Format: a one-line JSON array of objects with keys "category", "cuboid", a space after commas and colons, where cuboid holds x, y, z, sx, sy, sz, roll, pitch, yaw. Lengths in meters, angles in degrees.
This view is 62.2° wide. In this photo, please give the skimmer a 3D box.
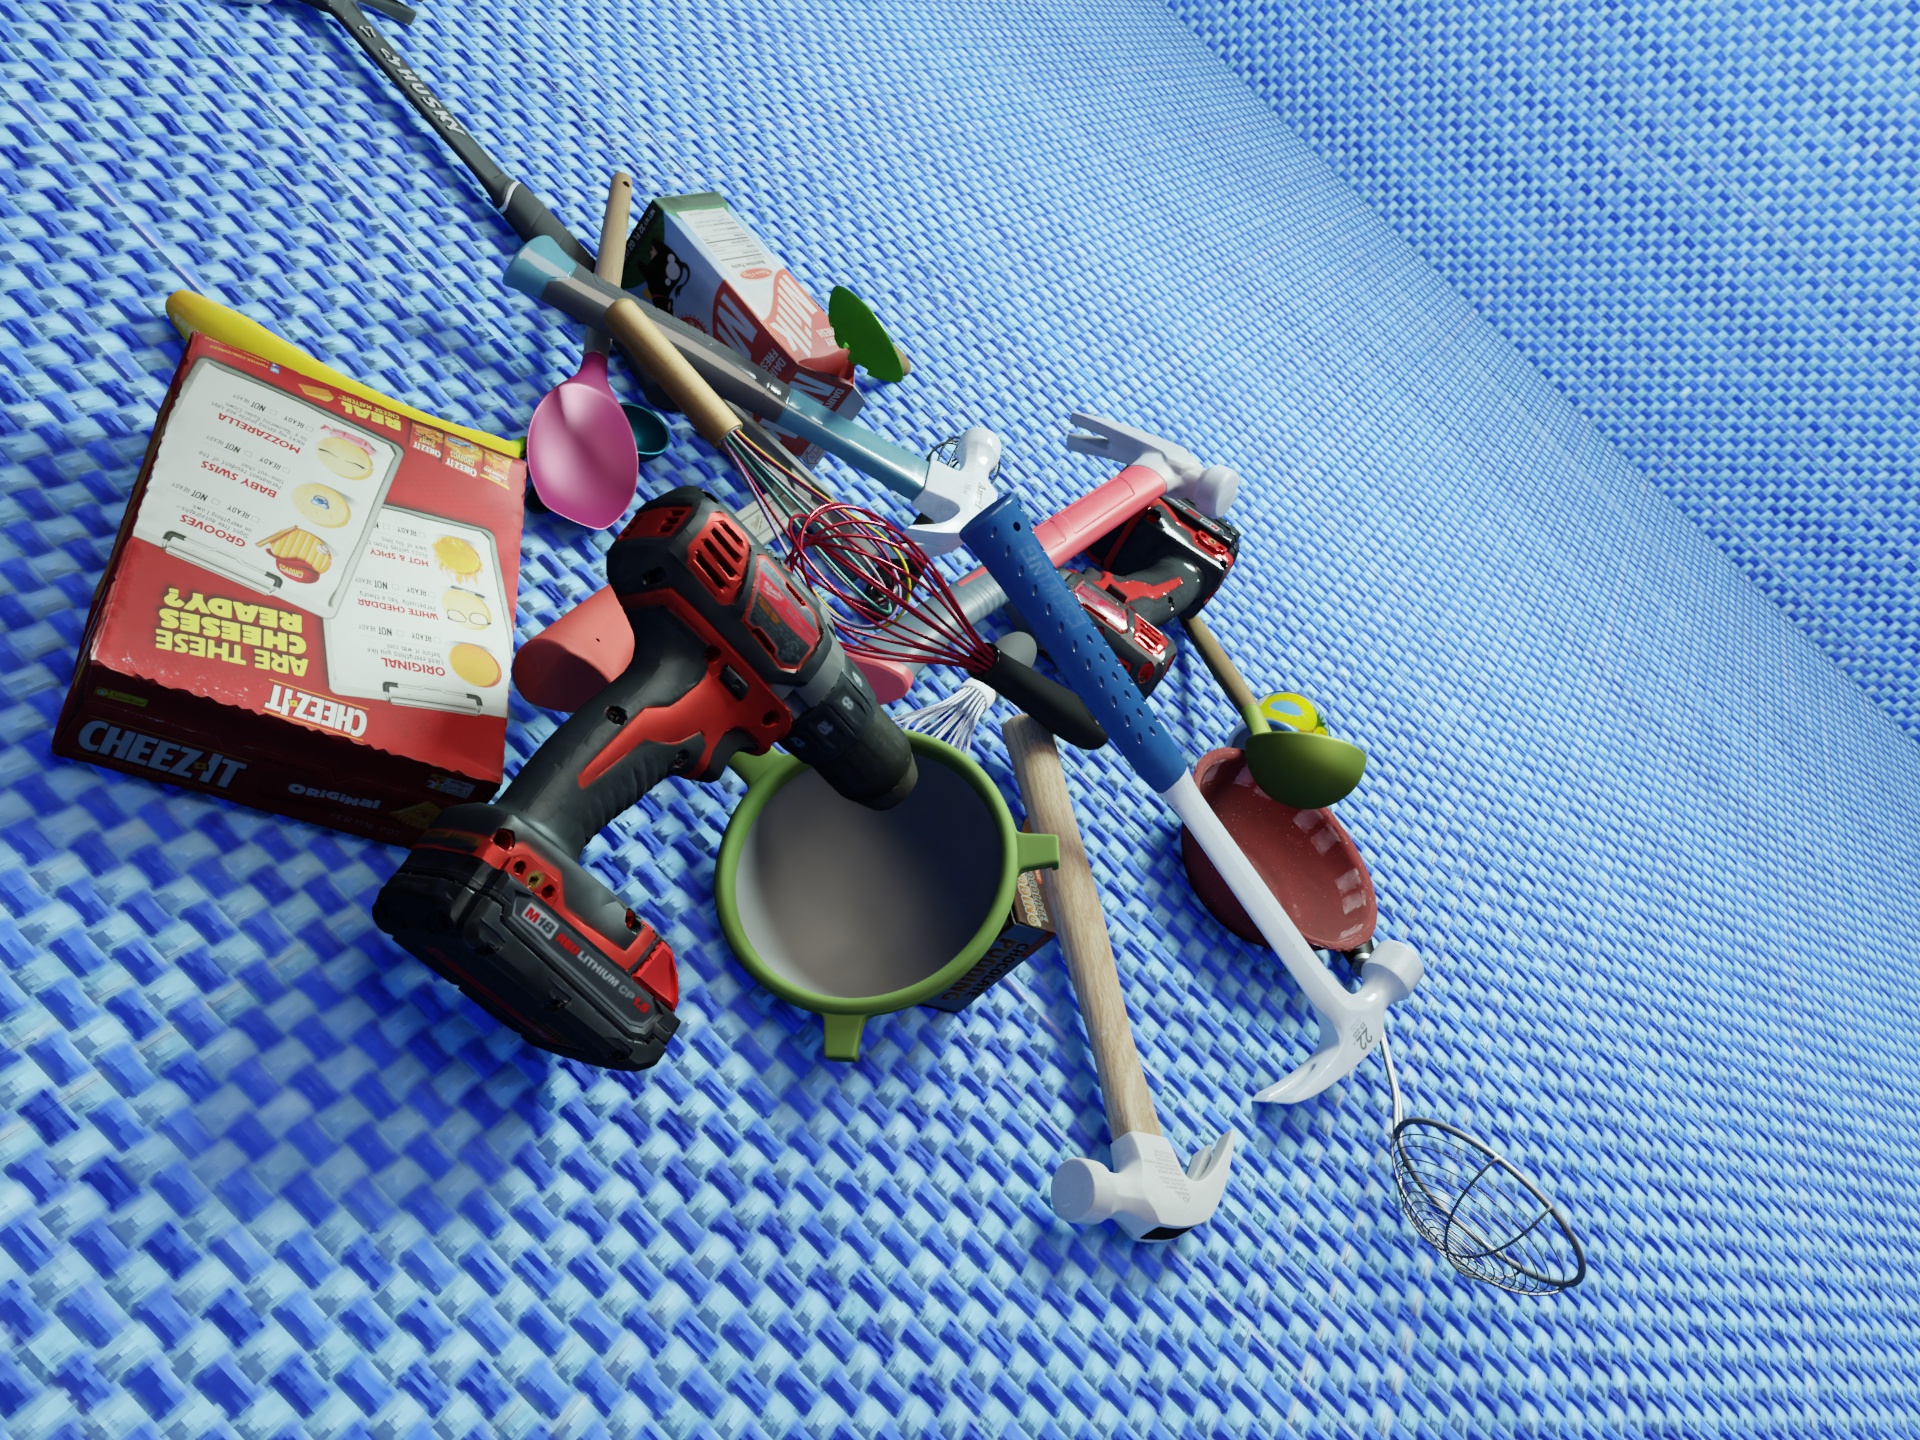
[{"category": "skimmer", "cuboid": [0.304, 0.200, 1.033, 0.364, 0.090, 0.127, -91, 161, -50]}]

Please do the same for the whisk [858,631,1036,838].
[{"category": "whisk", "cuboid": [-0.002, -0.004, 0.969, 0.070, 0.070, 0.285, 43, 29, -1]}]

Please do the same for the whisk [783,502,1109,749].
[{"category": "whisk", "cuboid": [0.001, -0.041, 0.907, 0.295, 0.073, 0.073, 30, 33, -46]}]

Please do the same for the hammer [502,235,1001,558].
[{"category": "hammer", "cuboid": [-0.122, -0.203, 0.986, 0.330, 0.033, 0.128, 27, 48, -19]}]

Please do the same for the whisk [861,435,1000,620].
[{"category": "whisk", "cuboid": [-0.023, -0.136, 1.098, 0.055, 0.055, 0.239, 38, 39, -9]}]

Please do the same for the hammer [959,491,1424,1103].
[{"category": "hammer", "cuboid": [0.127, 0.047, 0.932, 0.144, 0.035, 0.405, -44, 104, -30]}]

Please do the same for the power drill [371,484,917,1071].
[{"category": "power drill", "cuboid": [-0.117, 0.036, 0.687, 0.187, 0.080, 0.227, 50, 57, -34]}]

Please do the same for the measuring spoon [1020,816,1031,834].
[{"category": "measuring spoon", "cuboid": [0.044, 0.083, 0.958, 0.021, 0.011, 0.117, 36, 35, -12]}]

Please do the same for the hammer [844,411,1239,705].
[{"category": "hammer", "cuboid": [0.034, -0.115, 1.071, 0.143, 0.038, 0.386, 27, 42, 26]}]

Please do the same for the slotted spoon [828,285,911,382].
[{"category": "slotted spoon", "cuboid": [-0.054, -0.254, 1.102, 0.070, 0.031, 0.314, 52, 8, -5]}]

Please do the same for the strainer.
[{"category": "strainer", "cuboid": [-0.078, 0.053, 0.820, 0.257, 0.151, 0.069, 41, -14, 27]}]

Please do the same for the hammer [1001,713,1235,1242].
[{"category": "hammer", "cuboid": [0.074, 0.132, 0.902, 0.130, 0.031, 0.332, 22, 40, -37]}]

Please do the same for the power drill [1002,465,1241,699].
[{"category": "power drill", "cuboid": [0.113, -0.103, 1.169, 0.143, 0.078, 0.220, 35, 37, 6]}]

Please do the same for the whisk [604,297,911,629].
[{"category": "whisk", "cuboid": [-0.116, -0.150, 0.917, 0.245, 0.047, 0.051, 48, 27, 1]}]

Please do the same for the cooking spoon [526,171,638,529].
[{"category": "cooking spoon", "cuboid": [-0.221, -0.237, 0.975, 0.068, 0.017, 0.319, 23, 46, -30]}]

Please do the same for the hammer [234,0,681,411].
[{"category": "hammer", "cuboid": [-0.307, -0.359, 1.052, 0.409, 0.036, 0.149, 48, 33, 6]}]

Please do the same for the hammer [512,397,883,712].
[{"category": "hammer", "cuboid": [-0.153, -0.093, 0.882, 0.149, 0.036, 0.359, 42, 26, -4]}]

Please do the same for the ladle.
[{"category": "ladle", "cuboid": [0.205, -0.028, 1.137, 0.078, 0.062, 0.320, 16, 23, -15]}]

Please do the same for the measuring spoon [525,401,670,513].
[{"category": "measuring spoon", "cuboid": [-0.218, -0.148, 0.938, 0.042, 0.021, 0.129, 40, 43, -3]}]
